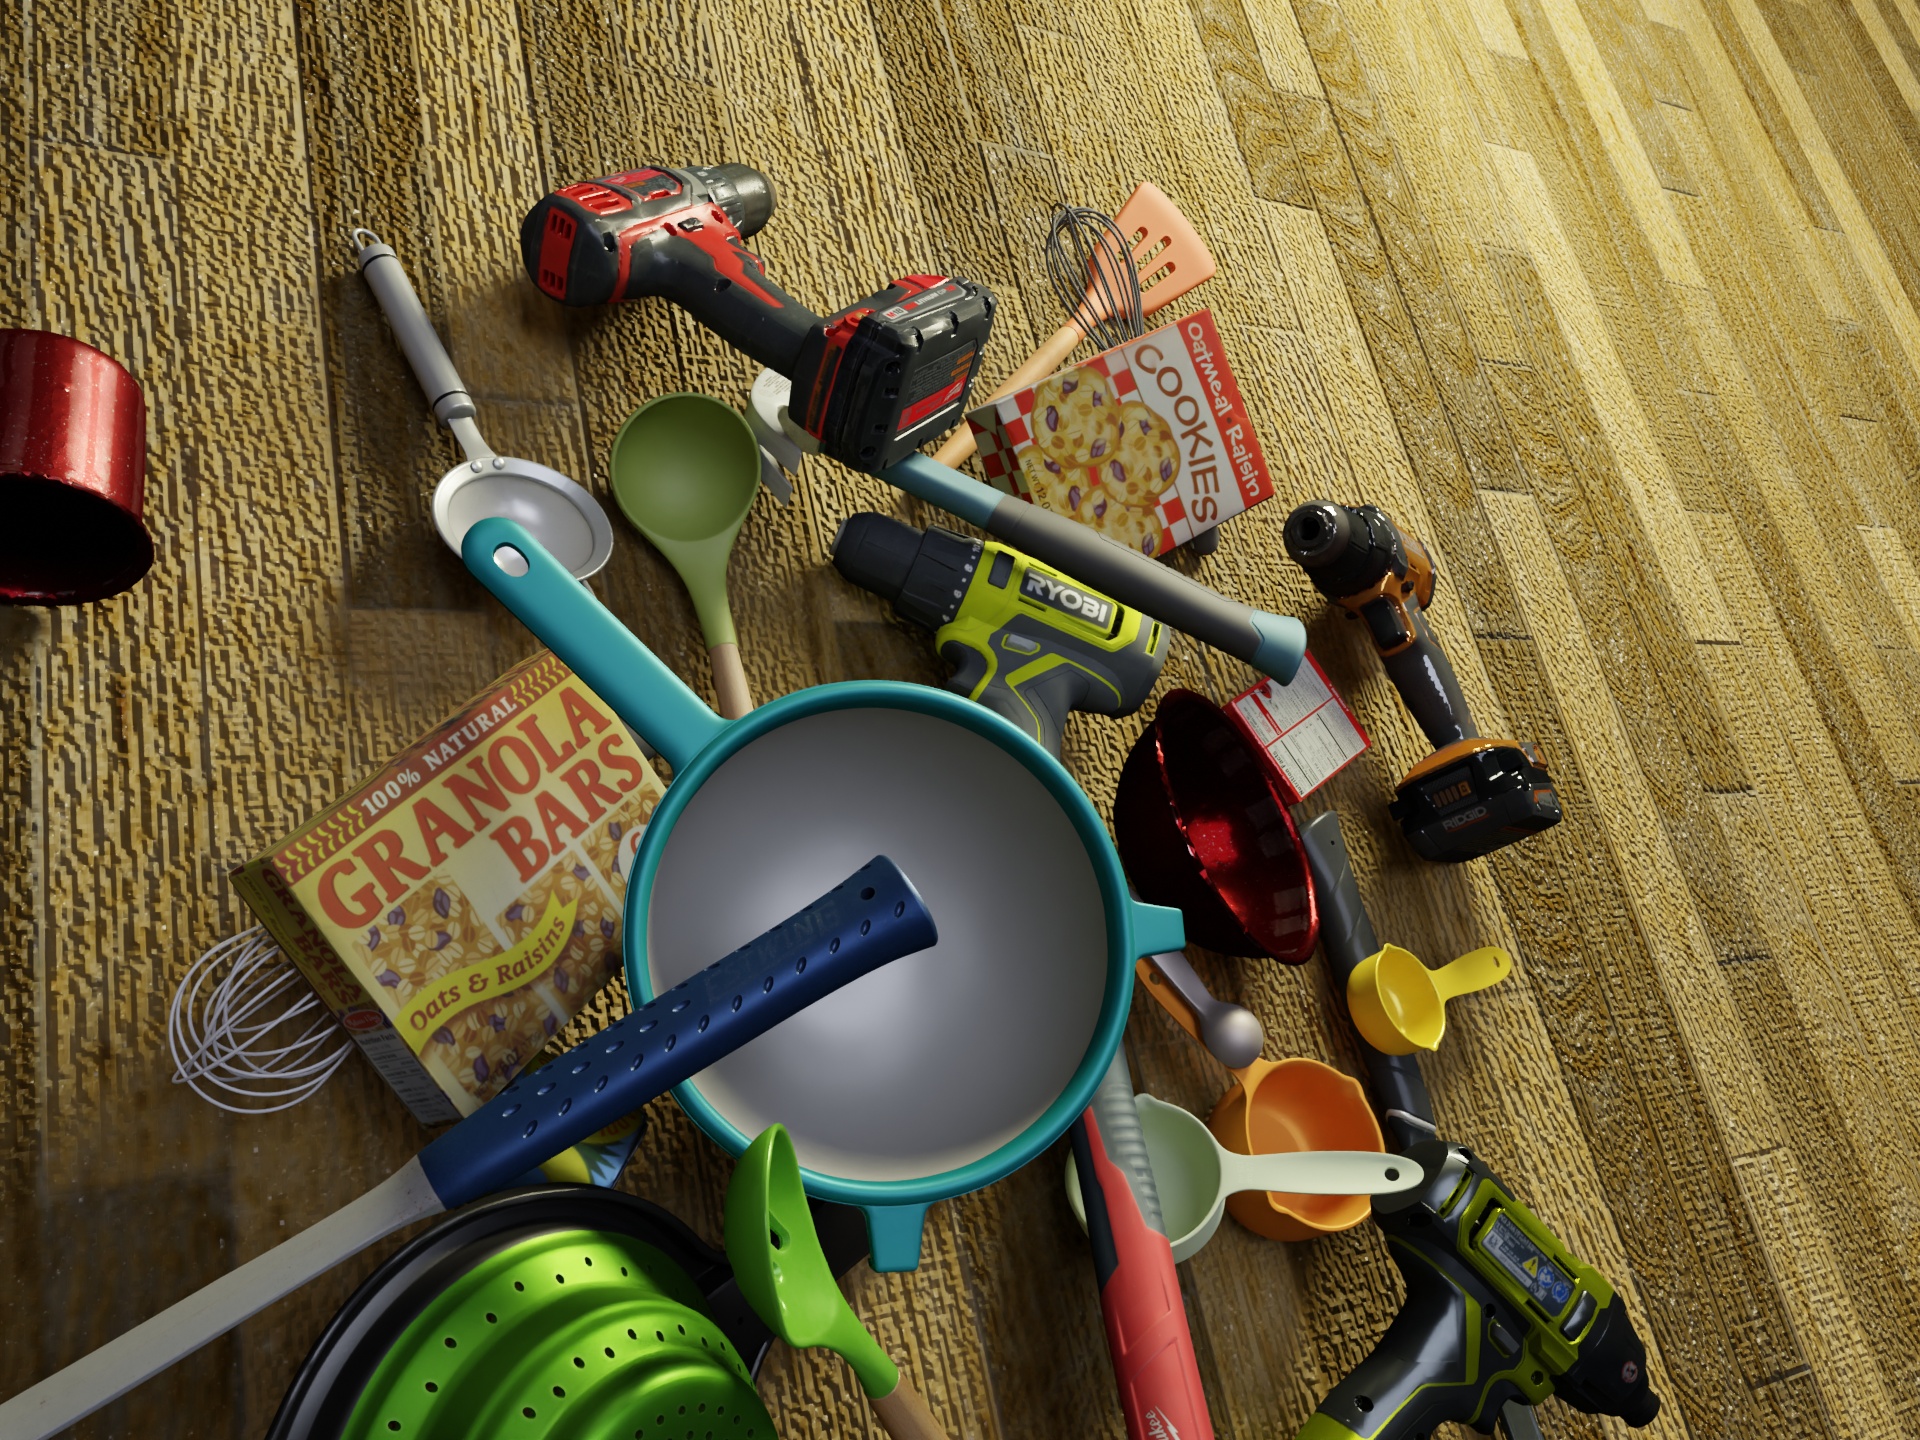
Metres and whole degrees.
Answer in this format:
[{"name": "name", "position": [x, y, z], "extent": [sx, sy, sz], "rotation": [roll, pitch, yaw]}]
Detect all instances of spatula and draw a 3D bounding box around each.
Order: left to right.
[{"name": "spatula", "position": [0.063, -0.238, 1.013], "extent": [0.081, 0.041, 0.323], "rotation": [48, 53, -12]}]

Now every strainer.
[{"name": "strainer", "position": [-0.246, -0.146, 0.786], "extent": [0.087, 0.050, 0.259], "rotation": [-16, 69, -41]}, {"name": "strainer", "position": [-0.085, 0.051, 0.675], "extent": [0.340, 0.095, 0.211], "rotation": [44, 67, 1]}]

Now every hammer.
[{"name": "hammer", "position": [-0.191, 0.158, 0.538], "extent": [0.405, 0.035, 0.144], "rotation": [-29, 40, -18]}, {"name": "hammer", "position": [0.032, -0.106, 0.852], "extent": [0.331, 0.033, 0.128], "rotation": [27, 37, 7]}, {"name": "hammer", "position": [0.063, 0.249, 0.711], "extent": [0.143, 0.038, 0.387], "rotation": [-15, 49, 4]}, {"name": "hammer", "position": [0.262, 0.242, 0.884], "extent": [0.149, 0.036, 0.409], "rotation": [-2, 67, -32]}]

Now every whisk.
[{"name": "whisk", "position": [-0.216, 0.063, 0.688], "extent": [0.070, 0.070, 0.285], "rotation": [47, 47, -1]}, {"name": "whisk", "position": [0.111, -0.214, 1.002], "extent": [0.055, 0.055, 0.239], "rotation": [-30, 100, -38]}]

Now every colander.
[{"name": "colander", "position": [-0.079, 0.246, 0.609], "extent": [0.397, 0.094, 0.204], "rotation": [-27, 108, -47]}]

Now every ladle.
[{"name": "ladle", "position": [-0.111, -0.016, 0.783], "extent": [0.078, 0.062, 0.320], "rotation": [-10, 71, -15]}]

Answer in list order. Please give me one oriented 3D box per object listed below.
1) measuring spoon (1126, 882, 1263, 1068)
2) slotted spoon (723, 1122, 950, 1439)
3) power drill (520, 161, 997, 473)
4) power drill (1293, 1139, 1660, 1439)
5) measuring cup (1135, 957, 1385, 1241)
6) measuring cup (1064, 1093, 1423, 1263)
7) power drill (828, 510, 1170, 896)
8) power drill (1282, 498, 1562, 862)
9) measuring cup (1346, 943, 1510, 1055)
[{"name": "measuring spoon", "position": [0.113, 0.123, 0.812], "extent": [0.034, 0.018, 0.124], "rotation": [-28, 75, -43]}, {"name": "slotted spoon", "position": [-0.021, 0.269, 0.608], "extent": [0.070, 0.031, 0.313], "rotation": [-92, 161, -57]}, {"name": "power drill", "position": [-0.096, -0.235, 0.859], "extent": [0.227, 0.080, 0.188], "rotation": [30, 36, 13]}, {"name": "power drill", "position": [0.227, 0.338, 0.750], "extent": [0.171, 0.080, 0.223], "rotation": [45, 67, -3]}, {"name": "measuring cup", "position": [0.141, 0.195, 0.829], "extent": [0.173, 0.052, 0.095], "rotation": [46, 51, 4]}, {"name": "measuring cup", "position": [0.135, 0.225, 0.764], "extent": [0.167, 0.038, 0.083], "rotation": [-3, 50, 9]}, {"name": "power drill", "position": [-0.001, -0.003, 0.829], "extent": [0.190, 0.080, 0.229], "rotation": [23, 53, -6]}, {"name": "power drill", "position": [0.273, -0.031, 0.969], "extent": [0.185, 0.084, 0.226], "rotation": [11, 55, -59]}, {"name": "measuring cup", "position": [0.270, 0.153, 0.907], "extent": [0.156, 0.029, 0.062], "rotation": [-5, 67, -47]}]
